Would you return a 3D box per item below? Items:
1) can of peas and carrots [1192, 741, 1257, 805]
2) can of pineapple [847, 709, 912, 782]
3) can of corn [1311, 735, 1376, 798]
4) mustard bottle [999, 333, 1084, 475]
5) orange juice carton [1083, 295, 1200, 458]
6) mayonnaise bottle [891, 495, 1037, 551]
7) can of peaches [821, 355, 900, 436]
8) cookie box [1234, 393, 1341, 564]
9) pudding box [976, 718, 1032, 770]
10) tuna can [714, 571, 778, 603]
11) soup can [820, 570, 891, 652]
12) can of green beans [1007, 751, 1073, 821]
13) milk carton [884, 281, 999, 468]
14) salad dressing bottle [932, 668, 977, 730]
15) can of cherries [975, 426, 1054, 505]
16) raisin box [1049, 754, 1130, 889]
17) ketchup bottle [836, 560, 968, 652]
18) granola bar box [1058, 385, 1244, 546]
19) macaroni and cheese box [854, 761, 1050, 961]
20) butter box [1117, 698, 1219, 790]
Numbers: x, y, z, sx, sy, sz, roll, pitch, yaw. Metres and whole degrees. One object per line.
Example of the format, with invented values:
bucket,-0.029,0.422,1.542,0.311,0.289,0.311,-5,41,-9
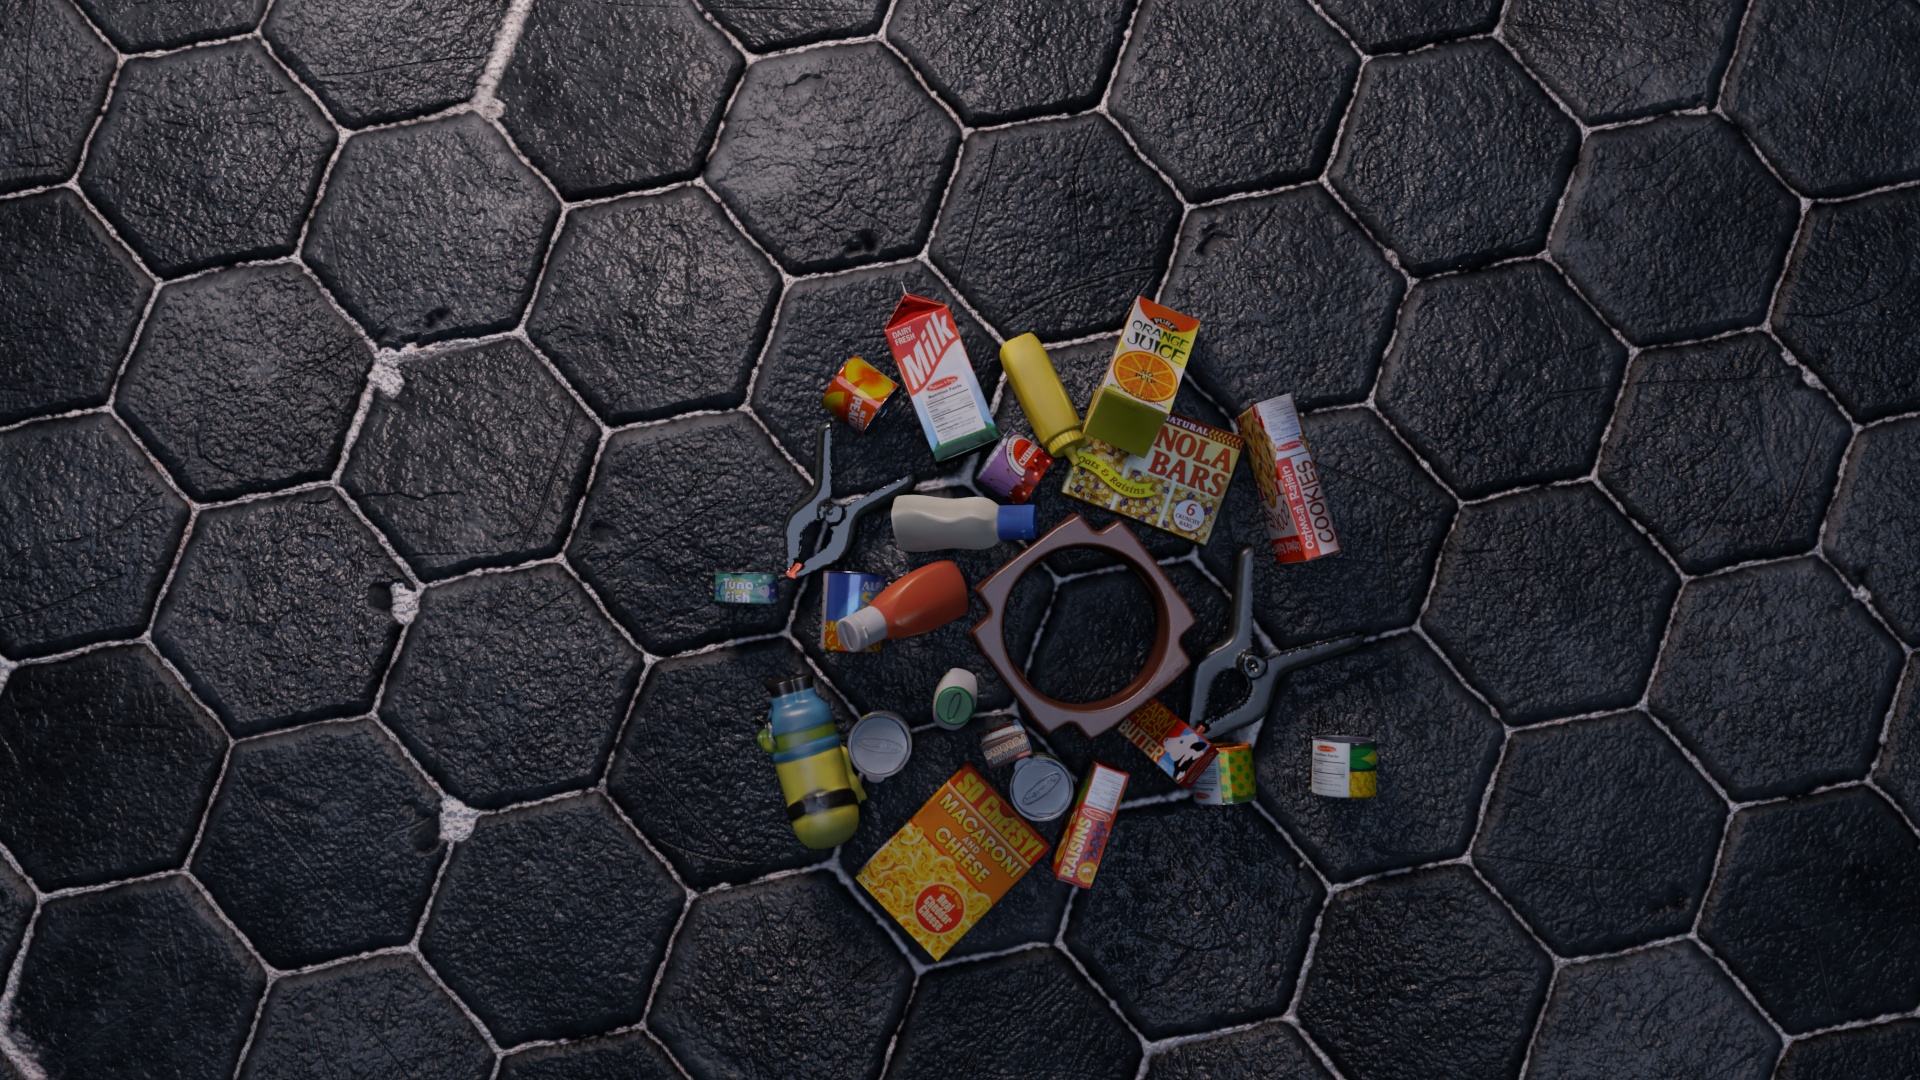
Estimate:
can of peas and carrots,0.276,0.243,1.452,0.071,0.071,0.058,-5,87,-1
can of pineapple,-0.084,0.213,1.451,0.071,0.058,0.071,0,87,0
can of corn,0.403,0.236,1.454,0.071,0.071,0.058,2,88,-1
mustard bottle,0.093,-0.139,1.459,0.049,0.065,0.160,-25,75,-2
orange juice carton,0.194,-0.184,1.447,0.072,0.072,0.194,23,51,1
mayonnaise bottle,0.005,-0.018,1.452,0.148,0.064,0.041,-1,45,10
can of peaches,-0.106,-0.151,1.466,0.058,0.071,0.071,36,87,2
cookie box,0.338,-0.060,1.440,0.040,0.123,0.167,-17,87,-1
pudding box,0.046,0.211,1.440,0.050,0.083,0.030,-20,90,-2
tuna can,-0.224,0.049,1.452,0.071,0.071,0.033,1,88,-1
soup can,-0.110,0.074,1.454,0.071,0.071,0.083,2,88,-1
can of green beans,0.083,0.256,1.451,0.071,0.058,0.071,0,87,-1
milk carton,-0.027,-0.180,1.468,0.073,0.072,0.190,-22,88,-2
salad dressing bottle,-0.006,0.163,1.410,0.044,0.147,0.064,20,87,0
can of cherries,0.059,-0.078,1.463,0.058,0.071,0.071,36,87,1
raisin box,0.132,0.289,1.436,0.040,0.086,0.123,20,87,-1
ketchup bottle,-0.059,0.072,1.427,0.149,0.043,0.064,-24,102,-39
granola bar box,0.203,-0.079,1.481,0.165,0.039,0.124,20,86,0
macaroni and cheese box,-0.008,0.335,1.454,0.166,0.040,0.124,-45,89,-3
butter box,0.214,0.207,1.441,0.053,0.024,0.104,-49,44,-2
